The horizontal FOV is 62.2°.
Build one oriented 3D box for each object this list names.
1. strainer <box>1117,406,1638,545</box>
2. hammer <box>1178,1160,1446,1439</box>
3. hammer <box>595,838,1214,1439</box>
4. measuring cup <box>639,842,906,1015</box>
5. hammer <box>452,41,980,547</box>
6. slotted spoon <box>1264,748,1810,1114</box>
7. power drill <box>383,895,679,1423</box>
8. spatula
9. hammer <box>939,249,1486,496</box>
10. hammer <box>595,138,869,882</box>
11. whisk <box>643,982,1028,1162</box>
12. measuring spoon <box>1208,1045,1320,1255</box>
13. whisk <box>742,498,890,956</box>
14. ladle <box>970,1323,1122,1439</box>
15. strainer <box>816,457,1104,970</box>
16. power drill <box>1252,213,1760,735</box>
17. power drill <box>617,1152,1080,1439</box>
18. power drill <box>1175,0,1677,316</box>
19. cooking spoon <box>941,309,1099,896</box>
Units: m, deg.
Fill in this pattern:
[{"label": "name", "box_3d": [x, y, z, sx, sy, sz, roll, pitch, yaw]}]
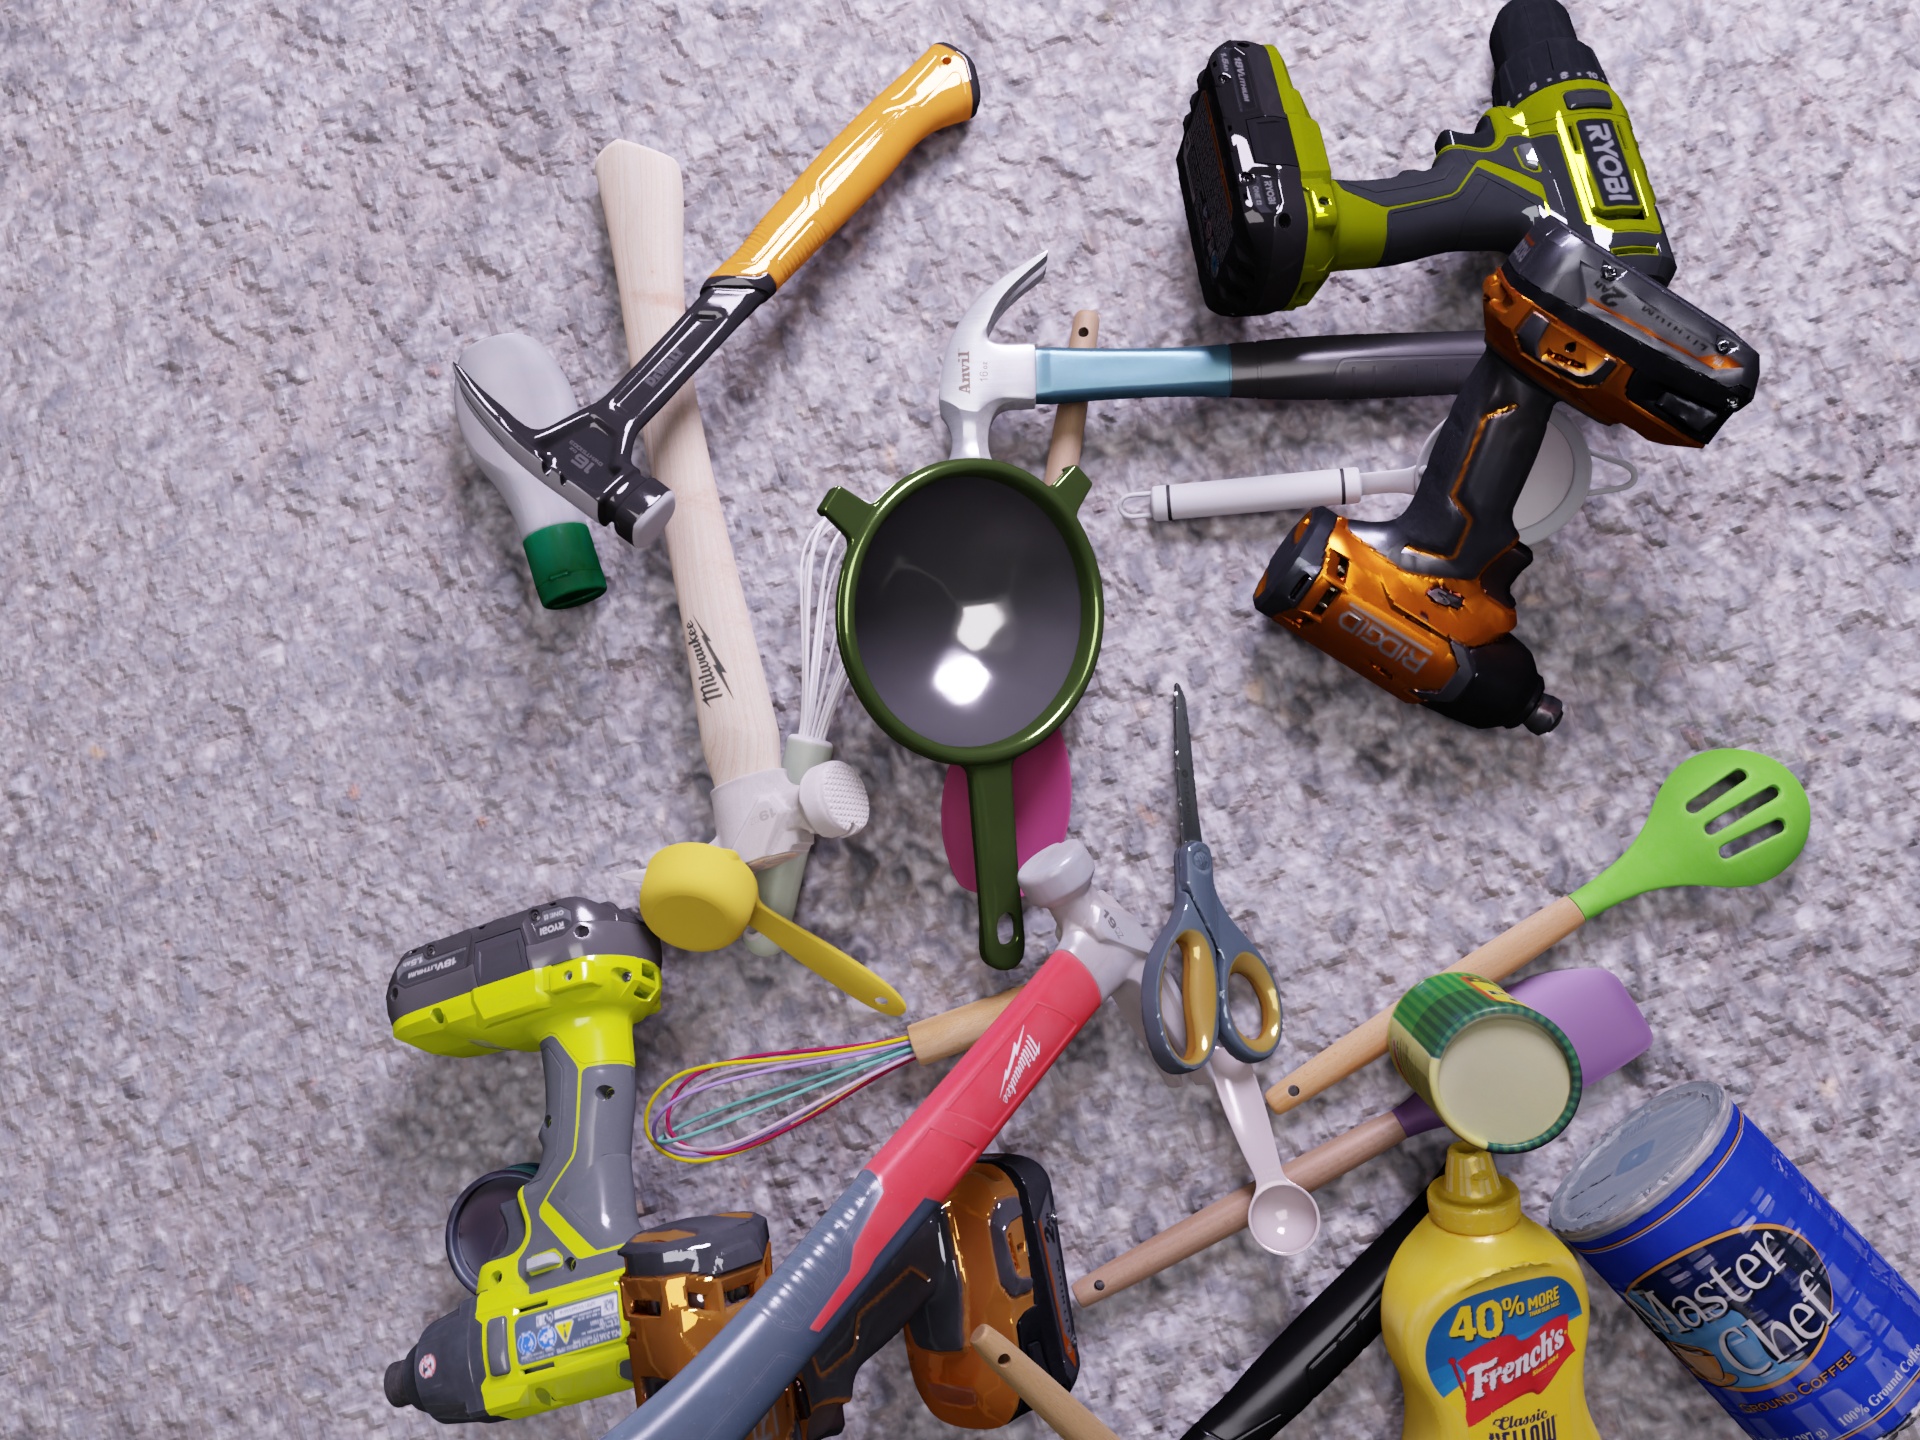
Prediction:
[{"label": "strainer", "box_3d": [0.211, -0.125, 0.828, 0.258, 0.050, 0.086, -4, 123, 10]}, {"label": "hammer", "box_3d": [0.134, 0.338, 0.778, 0.335, 0.035, 0.146, -44, 82, -2]}, {"label": "hammer", "box_3d": [-0.017, 0.210, 0.672, 0.386, 0.038, 0.143, -41, 103, -43]}, {"label": "measuring cup", "box_3d": [-0.092, 0.116, 0.798, 0.156, 0.029, 0.062, 35, 126, -17]}, {"label": "hammer", "box_3d": [-0.107, -0.245, 0.829, 0.127, 0.034, 0.337, 37, 71, 6]}, {"label": "slotted spoon", "box_3d": [0.288, 0.110, 0.798, 0.314, 0.031, 0.070, -33, 73, 2]}, {"label": "power drill", "box_3d": [-0.206, 0.213, 0.766, 0.171, 0.080, 0.223, -19, 64, 12]}, {"label": "spatula", "box_3d": [0.196, 0.212, 0.797, 0.316, 0.018, 0.060, -29, 71, 0]}, {"label": "hammer", "box_3d": [0.154, -0.182, 0.831, 0.331, 0.033, 0.128, -2, 84, 0]}, {"label": "hammer", "box_3d": [-0.153, -0.118, 0.848, 0.146, 0.038, 0.411, -21, 74, 30]}, {"label": "whisk", "box_3d": [-0.046, 0.171, 0.812, 0.245, 0.051, 0.047, -20, 76, -1]}, {"label": "measuring spoon", "box_3d": [0.146, 0.205, 0.794, 0.034, 0.018, 0.124, -19, 62, 5]}, {"label": "whisk", "box_3d": [-0.077, 0.004, 0.837, 0.058, 0.059, 0.246, 11, 87, 43]}, {"label": "ladle", "box_3d": [0.113, 0.382, 0.732, 0.069, 0.031, 0.315, -46, 102, -12]}, {"label": "strainer", "box_3d": [-0.001, -0.003, 0.807, 0.151, 0.069, 0.256, -10, 100, -29]}, {"label": "power drill", "box_3d": [0.269, -0.103, 0.763, 0.164, 0.084, 0.226, 32, 117, -1]}, {"label": "power drill", "box_3d": [-0.044, 0.297, 0.704, 0.084, 0.226, 0.185, -16, 80, 40]}, {"label": "power drill", "box_3d": [0.233, -0.288, 0.810, 0.228, 0.080, 0.191, -4, 69, -8]}, {"label": "cooking spoon", "box_3d": [0.043, -0.065, 0.845, 0.069, 0.017, 0.319, 8, 84, 13]}]
